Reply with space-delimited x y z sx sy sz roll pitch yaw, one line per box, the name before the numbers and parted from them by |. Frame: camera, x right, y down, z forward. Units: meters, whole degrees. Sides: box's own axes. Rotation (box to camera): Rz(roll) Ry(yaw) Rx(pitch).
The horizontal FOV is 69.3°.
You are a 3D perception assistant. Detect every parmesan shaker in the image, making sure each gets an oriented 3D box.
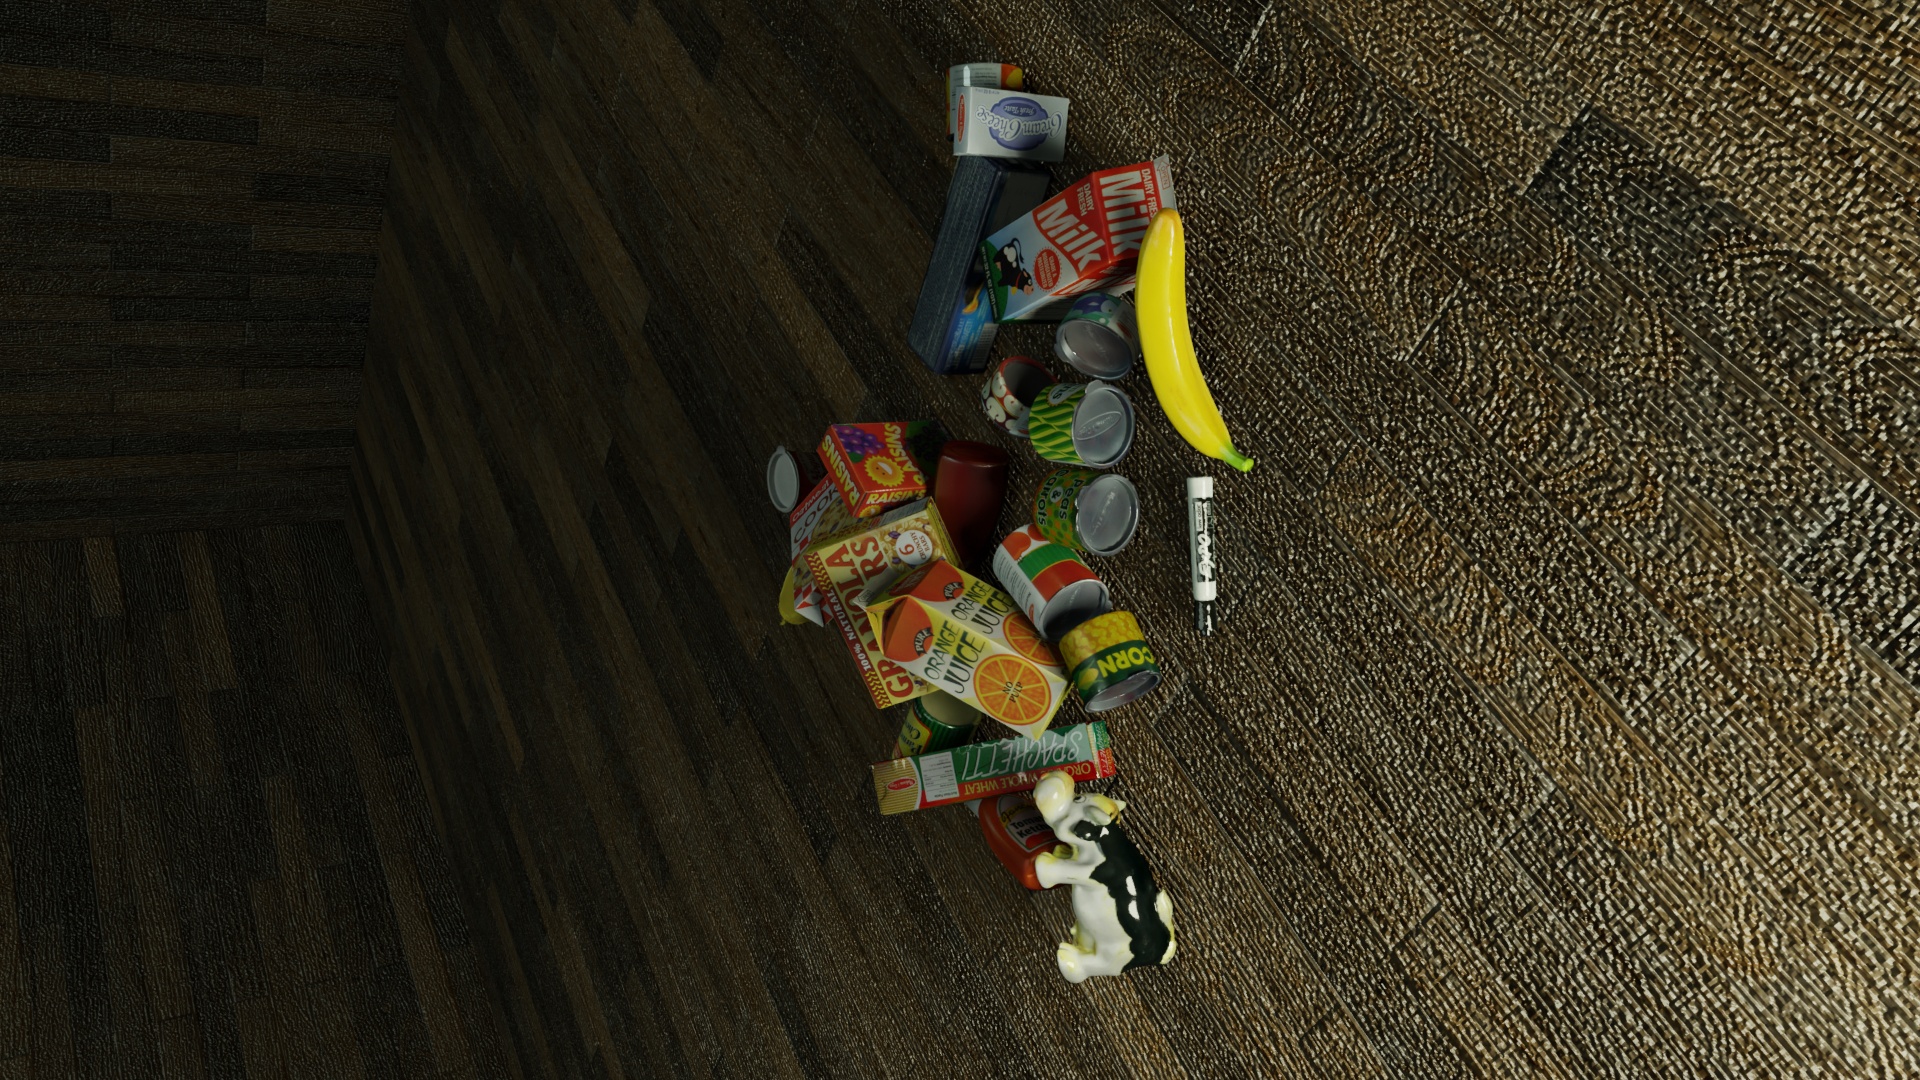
parmesan shaker | -0.026 0.190 1.325 0.071 0.071 0.102 50 132 39

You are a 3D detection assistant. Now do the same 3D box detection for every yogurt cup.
yogurt cup | -0.171 -0.066 1.504 0.072 0.054 0.072 11 103 54

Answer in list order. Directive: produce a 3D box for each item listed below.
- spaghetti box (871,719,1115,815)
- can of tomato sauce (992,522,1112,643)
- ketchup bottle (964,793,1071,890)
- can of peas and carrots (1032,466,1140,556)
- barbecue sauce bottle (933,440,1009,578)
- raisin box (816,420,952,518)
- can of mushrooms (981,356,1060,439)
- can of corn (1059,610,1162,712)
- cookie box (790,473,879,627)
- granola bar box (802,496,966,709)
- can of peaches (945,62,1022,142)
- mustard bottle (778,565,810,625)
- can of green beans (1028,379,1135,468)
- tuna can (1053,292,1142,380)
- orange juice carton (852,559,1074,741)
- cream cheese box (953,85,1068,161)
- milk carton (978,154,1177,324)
spaghetti box | 0.025 0.202 1.224 0.249 0.029 0.050 -17 80 36
can of tomato sauce | 0.076 0.034 1.157 0.083 0.071 0.070 52 134 42
ketchup bottle | 0.049 0.254 1.233 0.149 0.065 0.043 34 126 57
can of peas and carrots | 0.099 -0.025 1.114 0.059 0.071 0.070 14 106 54
barbecue sauce bottle | 0.005 -0.016 1.262 0.044 0.065 0.147 -75 -7 -60
raisin box | -0.059 -0.068 1.286 0.086 0.124 0.039 61 138 29
can of mushrooms | 0.052 -0.123 1.171 0.033 0.071 0.071 -52 54 44
can of corn | 0.119 0.095 1.104 0.070 0.071 0.058 -49 55 46
cookie box | -0.112 -0.012 1.352 0.122 0.040 0.168 -45 29 20
granola bar box | -0.050 0.059 1.254 0.124 0.039 0.165 -20 105 16
can of peaches | 0.021 -0.372 1.186 0.071 0.071 0.058 9 102 54
mustard bottle | -0.163 0.052 1.513 0.159 0.049 0.065 -46 57 48
can of green beans | 0.097 -0.093 1.113 0.058 0.071 0.071 13 105 54
tuna can | 0.109 -0.159 1.085 0.071 0.033 0.070 24 151 14
orange juice carton | 0.006 0.082 1.177 0.193 0.072 0.072 28 123 9
cream cheese box | 0.041 -0.337 1.127 0.024 0.104 0.053 21 113 49
milk carton | 0.102 -0.230 1.081 0.190 0.073 0.072 -17 81 54
